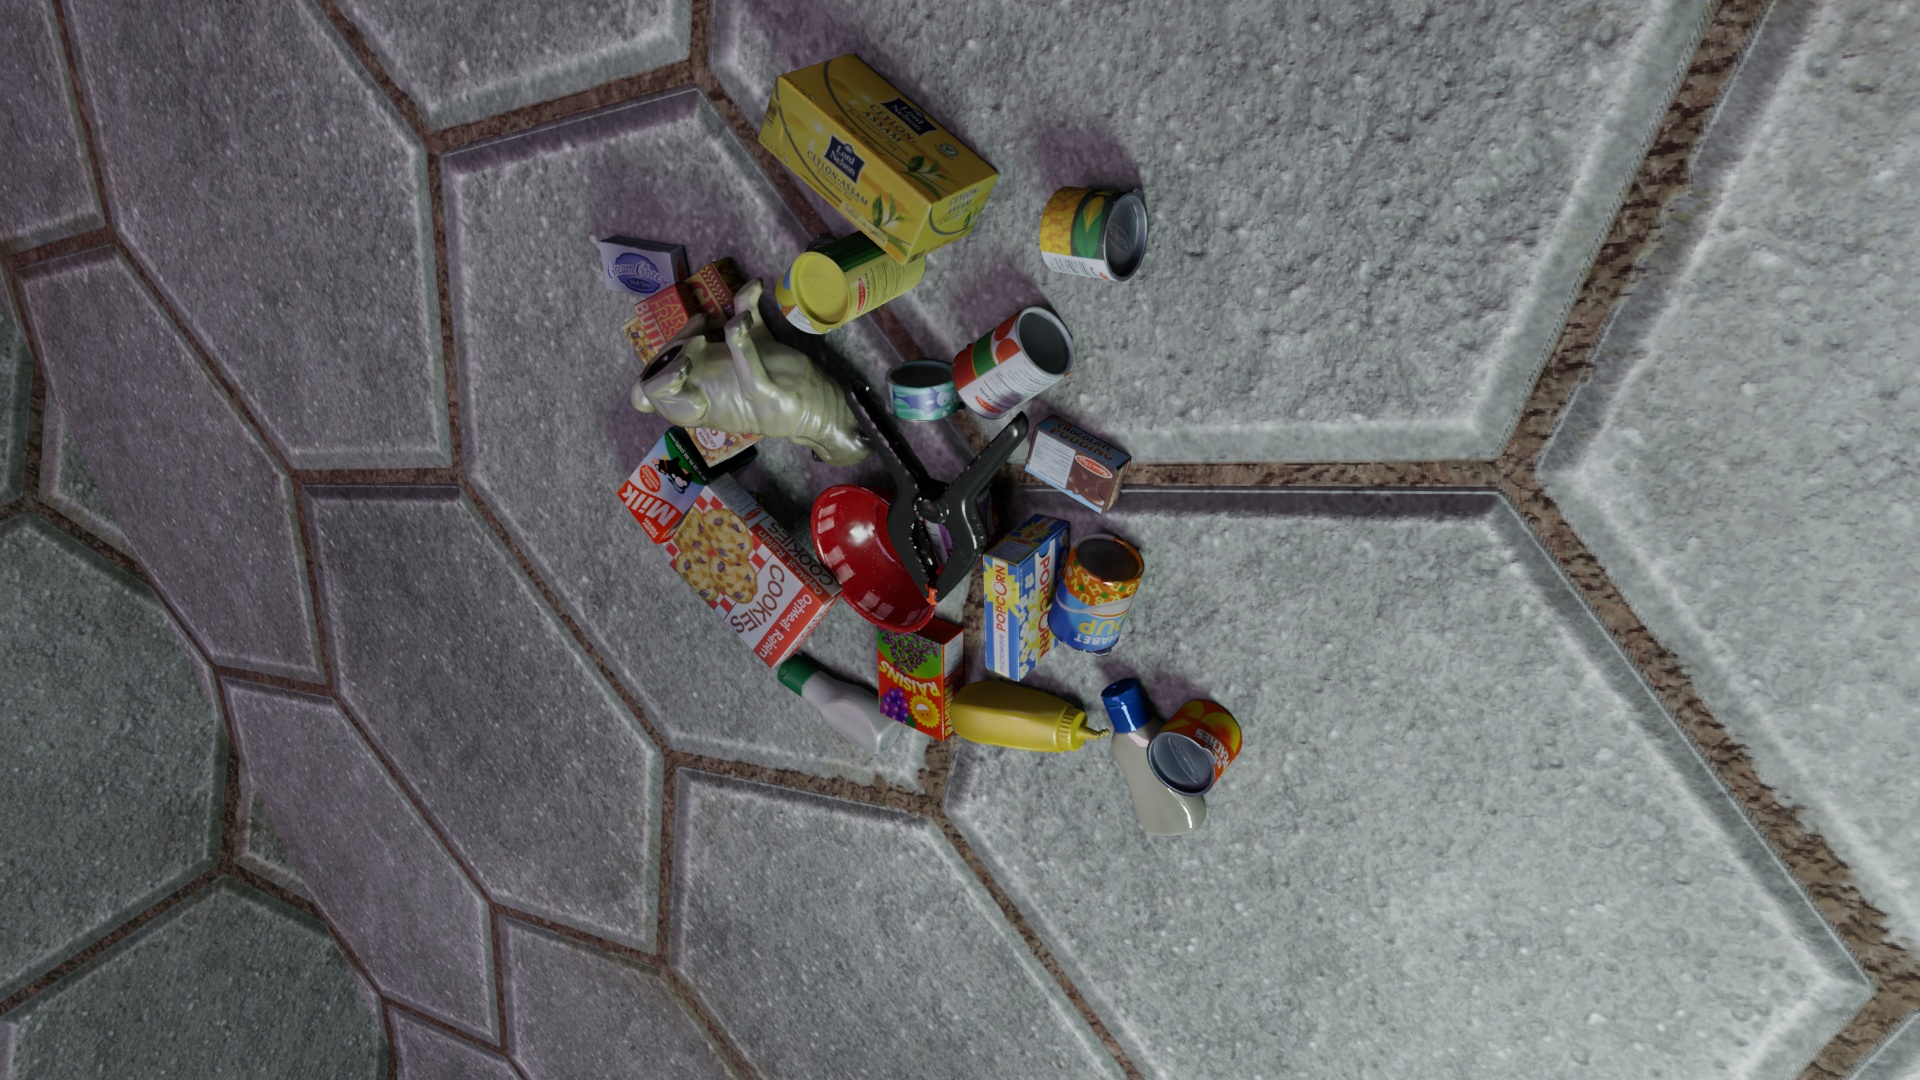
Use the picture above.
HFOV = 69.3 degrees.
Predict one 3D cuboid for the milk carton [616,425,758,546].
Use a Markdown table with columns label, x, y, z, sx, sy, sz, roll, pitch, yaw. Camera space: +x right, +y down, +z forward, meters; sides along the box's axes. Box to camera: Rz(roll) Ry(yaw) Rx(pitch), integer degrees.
| label | x | y | z | sx | sy | sz | roll | pitch | yaw |
| --- | --- | --- | --- | --- | --- | --- | --- | --- | --- |
| milk carton | -0.300 | -0.061 | 1.478 | 0.072 | 0.074 | 0.189 | 52 | 136 | 1 |

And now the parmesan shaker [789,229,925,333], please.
| label | x | y | z | sx | sy | sz | roll | pitch | yaw |
| --- | --- | --- | --- | --- | --- | --- | --- | --- | --- |
| parmesan shaker | -0.087 | -0.225 | 1.179 | 0.071 | 0.103 | 0.071 | 20 | 127 | 29 |

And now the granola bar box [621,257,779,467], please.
| label | x | y | z | sx | sy | sz | roll | pitch | yaw |
| --- | --- | --- | --- | --- | --- | --- | --- | --- | --- |
| granola bar box | -0.236 | -0.171 | 1.354 | 0.124 | 0.039 | 0.165 | -28 | 97 | 25 |

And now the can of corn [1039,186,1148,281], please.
| label | x | y | z | sx | sy | sz | roll | pitch | yaw |
| --- | --- | --- | --- | --- | --- | --- | --- | --- | --- |
| can of corn | 0.101 | -0.234 | 1.047 | 0.058 | 0.071 | 0.070 | 15 | 125 | 33 |

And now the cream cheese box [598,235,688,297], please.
| label | x | y | z | sx | sy | sz | roll | pitch | yaw |
| --- | --- | --- | --- | --- | --- | --- | --- | --- | --- |
| cream cheese box | -0.317 | -0.273 | 1.395 | 0.104 | 0.024 | 0.053 | 15 | 123 | 32 |

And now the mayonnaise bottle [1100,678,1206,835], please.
| label | x | y | z | sx | sy | sz | roll | pitch | yaw |
| --- | --- | --- | --- | --- | --- | --- | --- | --- | --- |
| mayonnaise bottle | 0.172 | 0.199 | 1.274 | 0.064 | 0.041 | 0.147 | -12 | 106 | 42 |

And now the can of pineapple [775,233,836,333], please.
| label | x | y | z | sx | sy | sz | roll | pitch | yaw |
| --- | --- | --- | --- | --- | --- | --- | --- | --- | --- |
| can of pineapple | -0.123 | -0.227 | 1.236 | 0.071 | 0.071 | 0.057 | 53 | 136 | 0 |

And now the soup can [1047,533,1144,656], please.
| label | x | y | z | sx | sy | sz | roll | pitch | yaw |
| --- | --- | --- | --- | --- | --- | --- | --- | --- | --- |
| soup can | 0.119 | 0.047 | 1.203 | 0.071 | 0.072 | 0.083 | 32 | 132 | 20 |

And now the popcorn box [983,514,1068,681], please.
| label | x | y | z | sx | sy | sz | roll | pitch | yaw |
| --- | --- | --- | --- | --- | --- | --- | --- | --- | --- |
| popcorn box | 0.060 | 0.051 | 1.242 | 0.038 | 0.085 | 0.126 | 19 | 127 | 31 |

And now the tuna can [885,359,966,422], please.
| label | x | y | z | sx | sy | sz | roll | pitch | yaw |
| --- | --- | --- | --- | --- | --- | --- | --- | --- | --- |
| tuna can | -0.031 | -0.132 | 1.219 | 0.071 | 0.071 | 0.032 | 18 | 125 | 30 |

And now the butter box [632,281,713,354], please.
| label | x | y | z | sx | sy | sz | roll | pitch | yaw |
| --- | --- | --- | --- | --- | --- | --- | --- | --- | --- |
| butter box | -0.265 | -0.189 | 1.321 | 0.053 | 0.024 | 0.103 | -20 | 101 | 24 |

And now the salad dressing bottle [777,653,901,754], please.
| label | x | y | z | sx | sy | sz | roll | pitch | yaw |
| --- | --- | --- | --- | --- | --- | --- | --- | --- | --- |
| salad dressing bottle | -0.133 | 0.175 | 1.509 | 0.148 | 0.044 | 0.064 | 31 | 134 | 23 |

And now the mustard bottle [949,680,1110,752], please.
| label | x | y | z | sx | sy | sz | roll | pitch | yaw |
| --- | --- | --- | --- | --- | --- | --- | --- | --- | --- |
| mustard bottle | 0.069 | 0.173 | 1.328 | 0.160 | 0.065 | 0.048 | 9 | 117 | 31 |

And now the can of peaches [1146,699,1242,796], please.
| label | x | y | z | sx | sy | sz | roll | pitch | yaw |
| --- | --- | --- | --- | --- | --- | --- | --- | --- | --- |
| can of peaches | 0.208 | 0.181 | 1.221 | 0.071 | 0.058 | 0.071 | 20 | 126 | 30 |

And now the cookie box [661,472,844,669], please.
| label | x | y | z | sx | sy | sz | roll | pitch | yaw |
| --- | --- | --- | --- | --- | --- | --- | --- | --- | --- |
| cookie box | -0.210 | 0.032 | 1.398 | 0.167 | 0.040 | 0.122 | 45 | 130 | 5 |

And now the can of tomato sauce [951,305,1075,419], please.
| label | x | y | z | sx | sy | sz | roll | pitch | yaw |
| --- | --- | --- | --- | --- | --- | --- | --- | --- | --- |
| can of tomato sauce | 0.044 | -0.148 | 1.148 | 0.082 | 0.071 | 0.071 | -29 | 96 | 45 |

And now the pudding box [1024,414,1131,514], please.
| label | x | y | z | sx | sy | sz | roll | pitch | yaw |
| --- | --- | --- | --- | --- | --- | --- | --- | --- | --- |
| pudding box | 0.099 | -0.065 | 1.178 | 0.084 | 0.030 | 0.049 | 31 | 131 | 21 |

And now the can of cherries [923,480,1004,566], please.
| label | x | y | z | sx | sy | sz | roll | pitch | yaw |
| --- | --- | --- | --- | --- | --- | --- | --- | --- | --- |
| can of cherries | 0.005 | -0.016 | 1.262 | 0.071 | 0.072 | 0.058 | -2 | 115 | 40 |

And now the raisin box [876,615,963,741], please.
| label | x | y | z | sx | sy | sz | roll | pitch | yaw |
| --- | --- | --- | --- | --- | --- | --- | --- | --- | --- |
| raisin box | -0.041 | 0.133 | 1.410 | 0.086 | 0.040 | 0.122 | 19 | 125 | 29 |

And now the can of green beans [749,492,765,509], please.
| label | x | y | z | sx | sy | sz | roll | pitch | yaw |
| --- | --- | --- | --- | --- | --- | --- | --- | --- | --- |
| can of green beans | -0.234 | -0.012 | 1.459 | 0.071 | 0.071 | 0.057 | 11 | 122 | 35 |
